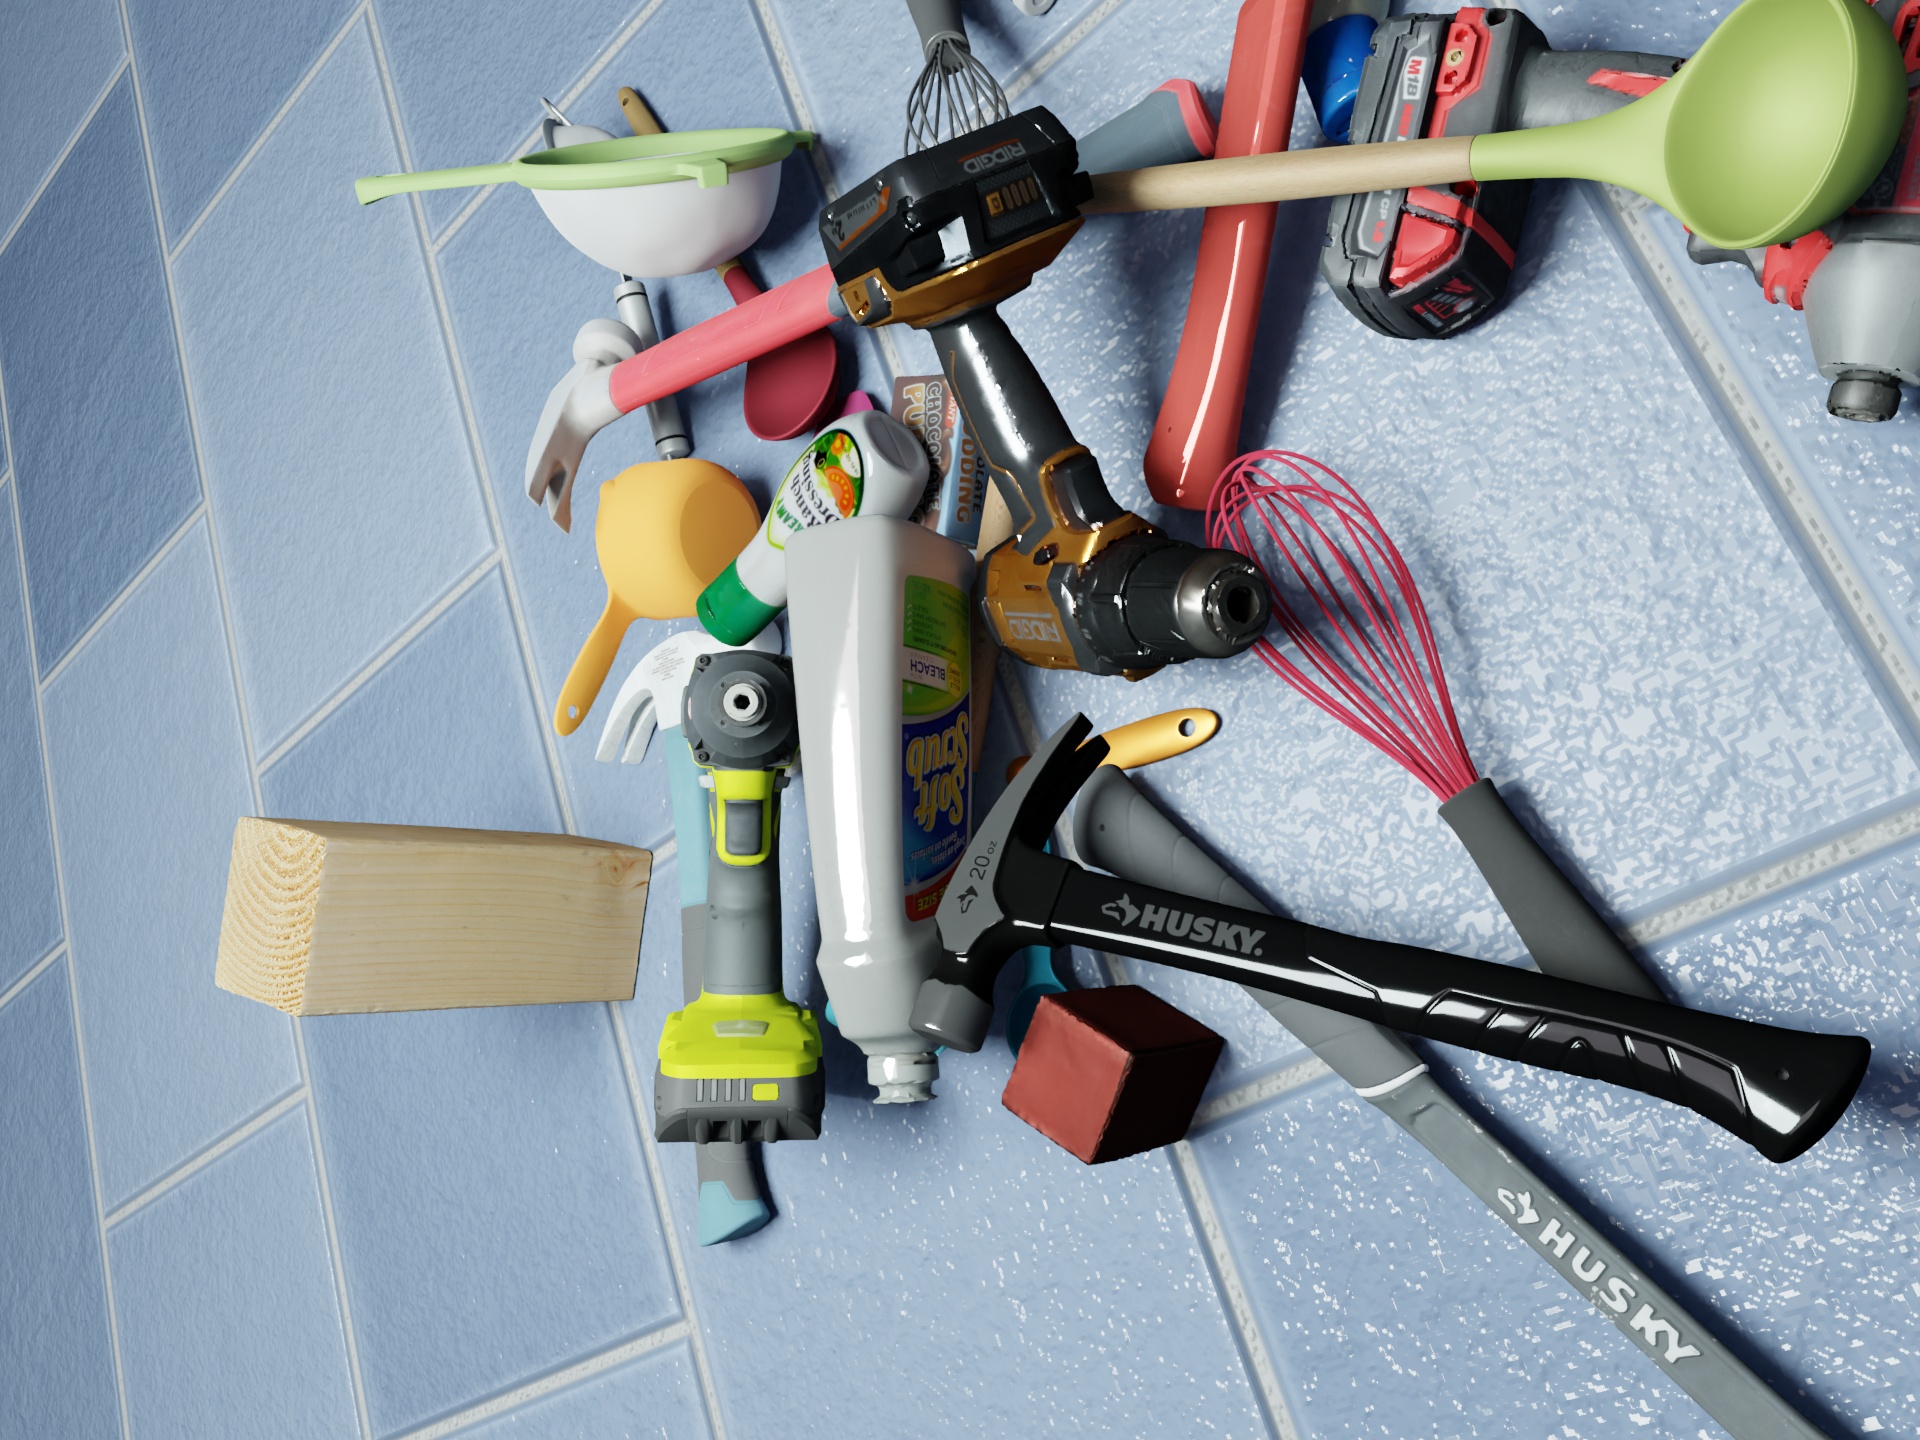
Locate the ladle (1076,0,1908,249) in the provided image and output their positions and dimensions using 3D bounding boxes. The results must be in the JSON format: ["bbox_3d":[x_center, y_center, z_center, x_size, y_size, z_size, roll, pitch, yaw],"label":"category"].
[{"bbox_3d":[0.152,-0.199,0.561,0.320,0.062,0.078,9,99,38],"label":"ladle"}]

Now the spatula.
[{"bbox_3d":[-0.001,-0.002,0.767,0.082,0.044,0.317,7,88,43],"label":"spatula"}]

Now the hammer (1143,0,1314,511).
[{"bbox_3d":[0.129,-0.263,0.644,0.149,0.036,0.359,31,118,55],"label":"hammer"}]

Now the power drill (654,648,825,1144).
[{"bbox_3d":[-0.104,0.079,0.755,0.171,0.080,0.223,156,114,-83],"label":"power drill"}]

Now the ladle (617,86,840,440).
[{"bbox_3d":[-0.142,-0.274,0.923,0.069,0.031,0.316,-40,60,18],"label":"ladle"}]

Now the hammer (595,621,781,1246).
[{"bbox_3d":[-0.138,0.114,0.868,0.128,0.033,0.331,-15,75,36],"label":"hammer"}]

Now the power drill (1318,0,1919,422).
[{"bbox_3d":[0.251,-0.186,0.570,0.220,0.078,0.143,15,94,36],"label":"power drill"}]

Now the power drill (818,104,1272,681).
[{"bbox_3d":[0.037,-0.121,0.641,0.185,0.084,0.226,14,129,67],"label":"power drill"}]

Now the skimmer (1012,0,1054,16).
[{"bbox_3d":[-0.056,-0.507,0.841,0.127,0.090,0.364,-32,64,-3],"label":"skimmer"}]

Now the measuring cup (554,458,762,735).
[{"bbox_3d":[-0.162,-0.065,0.847,0.052,0.095,0.174,-2,54,36],"label":"measuring cup"}]

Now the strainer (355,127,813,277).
[{"bbox_3d":[-0.211,-0.276,0.872,0.256,0.151,0.069,0,116,15],"label":"strainer"}]

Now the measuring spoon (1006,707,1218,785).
[{"bbox_3d":[0.066,0.014,0.731,0.117,0.011,0.021,-18,74,36],"label":"measuring spoon"}]

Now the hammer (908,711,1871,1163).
[{"bbox_3d":[0.142,0.087,0.584,0.335,0.035,0.146,10,69,33],"label":"hammer"}]

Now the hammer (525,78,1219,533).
[{"bbox_3d":[-0.055,-0.207,0.786,0.386,0.038,0.143,-17,46,26],"label":"hammer"}]

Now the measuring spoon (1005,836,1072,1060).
[{"bbox_3d":[0.041,0.100,0.742,0.042,0.021,0.129,-18,65,37],"label":"measuring spoon"}]

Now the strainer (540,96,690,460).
[{"bbox_3d":[-0.196,-0.261,0.945,0.050,0.087,0.258,-18,84,17],"label":"strainer"}]

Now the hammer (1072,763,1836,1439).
[{"bbox_3d":[0.180,0.146,0.601,0.409,0.036,0.149,44,121,35],"label":"hammer"}]

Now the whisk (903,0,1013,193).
[{"bbox_3d":[-0.009,-0.324,0.774,0.055,0.055,0.239,-38,42,29],"label":"whisk"}]

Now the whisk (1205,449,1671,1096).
[{"bbox_3d":[0.183,0.012,0.613,0.073,0.073,0.296,-42,67,27],"label":"whisk"}]

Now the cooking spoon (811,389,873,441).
[{"bbox_3d":[-0.060,-0.022,0.807,0.069,0.017,0.319,-20,63,44],"label":"cooking spoon"}]
